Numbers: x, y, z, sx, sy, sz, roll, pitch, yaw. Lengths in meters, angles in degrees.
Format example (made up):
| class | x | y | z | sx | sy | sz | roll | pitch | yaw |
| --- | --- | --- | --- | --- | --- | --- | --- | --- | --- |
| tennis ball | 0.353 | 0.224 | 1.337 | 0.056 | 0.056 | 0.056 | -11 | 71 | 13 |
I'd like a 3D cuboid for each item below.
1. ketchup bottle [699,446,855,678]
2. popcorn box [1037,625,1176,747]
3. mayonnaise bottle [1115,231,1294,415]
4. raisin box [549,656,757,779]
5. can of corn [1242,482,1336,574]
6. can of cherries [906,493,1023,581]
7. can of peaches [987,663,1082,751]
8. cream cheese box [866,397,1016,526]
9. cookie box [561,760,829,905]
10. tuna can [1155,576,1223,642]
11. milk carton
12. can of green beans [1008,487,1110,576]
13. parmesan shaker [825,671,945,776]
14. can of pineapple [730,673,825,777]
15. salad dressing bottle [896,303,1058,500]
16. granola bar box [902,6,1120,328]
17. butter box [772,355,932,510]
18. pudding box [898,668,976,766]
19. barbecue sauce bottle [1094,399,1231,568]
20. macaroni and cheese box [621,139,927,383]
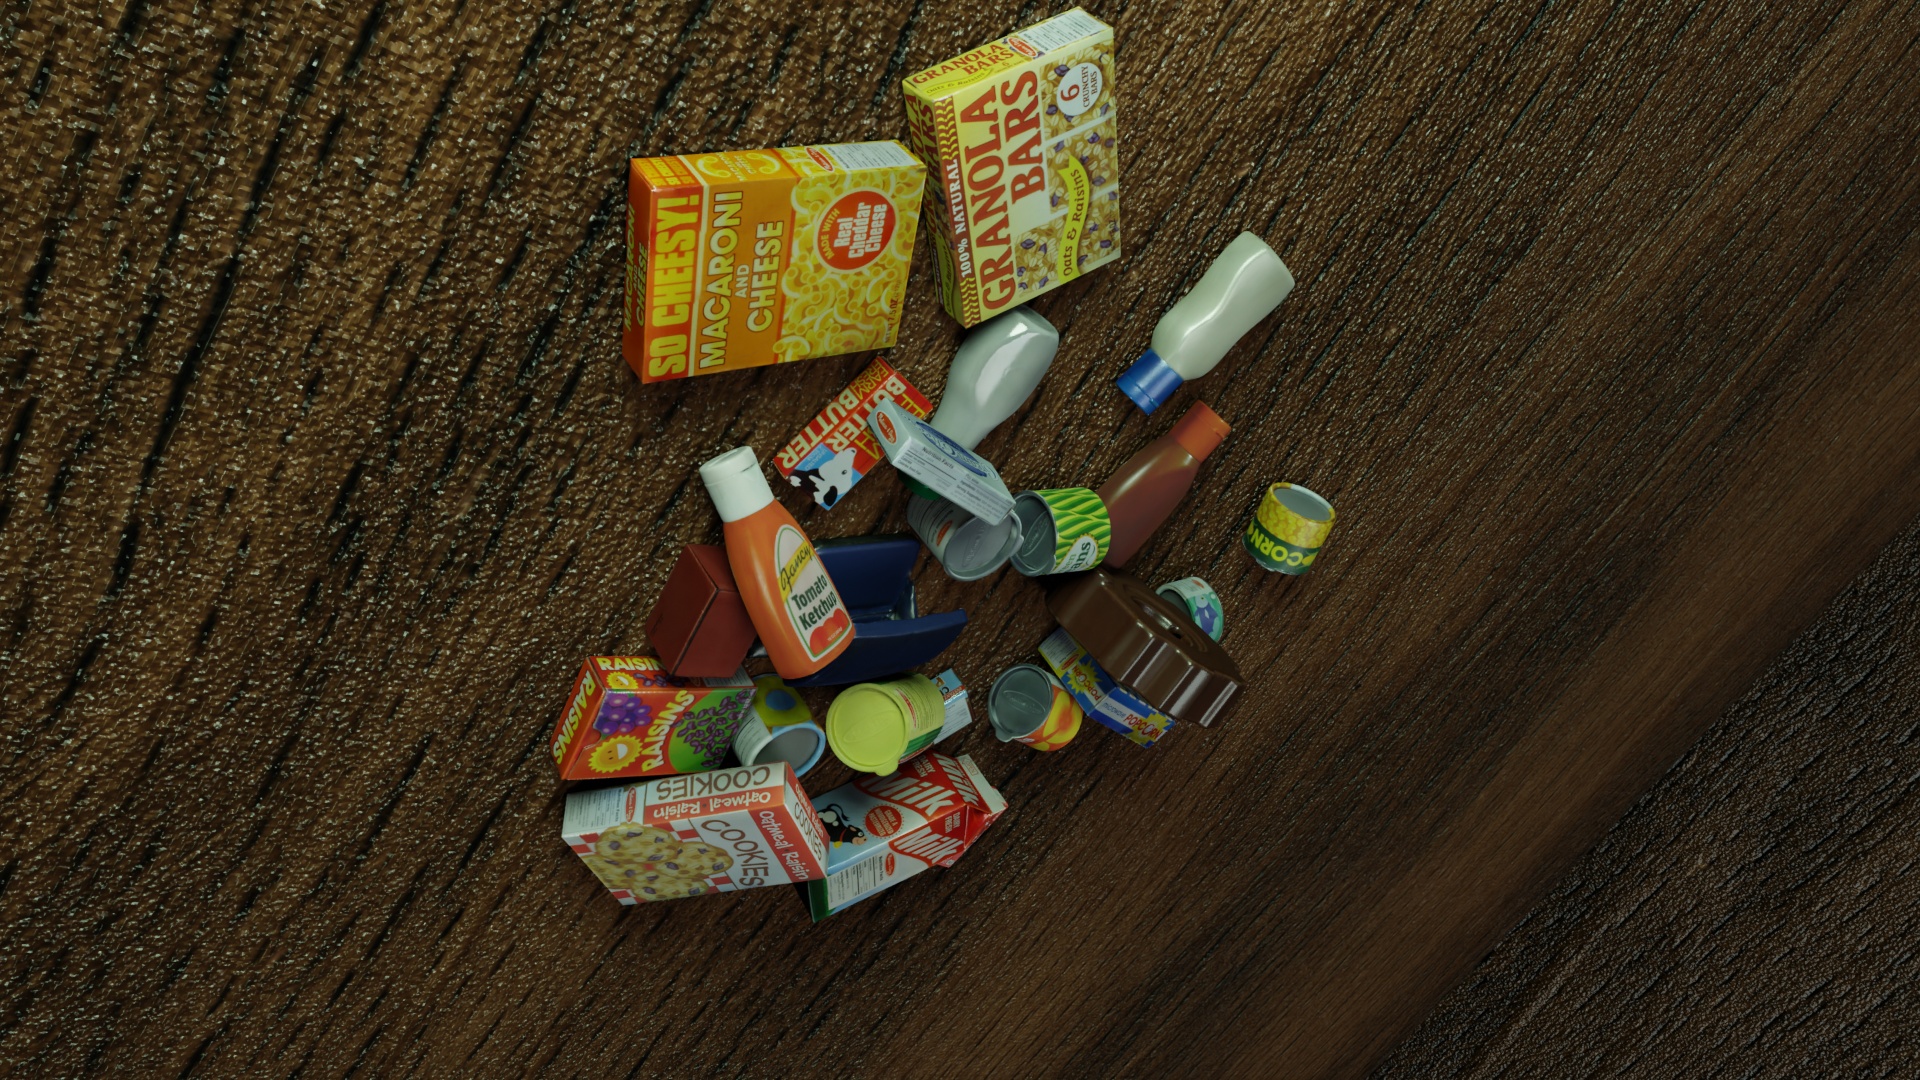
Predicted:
| class | x | y | z | sx | sy | sz | roll | pitch | yaw |
| --- | --- | --- | --- | --- | --- | --- | --- | --- | --- |
| ketchup bottle | -0.122 | 0.013 | 0.902 | 0.065 | 0.043 | 0.148 | -44 | 115 | -51 |
| popcorn box | 0.131 | 0.130 | 1.243 | 0.038 | 0.085 | 0.126 | -45 | 142 | 9 |
| mayonnaise bottle | 0.180 | -0.159 | 1.040 | 0.148 | 0.041 | 0.064 | -45 | 140 | 8 |
| raisin box | -0.219 | 0.126 | 0.991 | 0.123 | 0.040 | 0.085 | 5 | 124 | -41 |
| can of corn | 0.296 | -0.010 | 1.254 | 0.071 | 0.071 | 0.058 | -4 | 129 | -36 |
| can of cherries | 0.004 | -0.013 | 1.022 | 0.072 | 0.058 | 0.071 | -22 | 137 | -22 |
| can of peaches | 0.065 | 0.150 | 1.222 | 0.071 | 0.071 | 0.058 | -47 | 142 | 9 |
| cream cheese box | -0.012 | -0.051 | 0.918 | 0.103 | 0.053 | 0.024 | 30 | 110 | -38 |
| cookie box | -0.195 | 0.222 | 1.047 | 0.167 | 0.040 | 0.122 | -9 | 141 | 5 |
| tuna can | 0.205 | 0.070 | 1.258 | 0.033 | 0.071 | 0.070 | -12 | 134 | -28 |
| milk carton | -0.059 | 0.248 | 1.212 | 0.191 | 0.072 | 0.073 | -21 | 138 | -21 |
| can of green beans | 0.074 | -0.007 | 1.079 | 0.058 | 0.071 | 0.071 | -4 | 130 | -37 |
| parmesan shaker | -0.055 | 0.142 | 1.084 | 0.071 | 0.071 | 0.103 | -47 | 169 | 10 |
| can of pineapple | -0.142 | 0.144 | 1.055 | 0.071 | 0.058 | 0.070 | -22 | 138 | -21 |
| salad dressing bottle | 0.009 | -0.095 | 0.960 | 0.064 | 0.044 | 0.147 | 14 | 119 | -45 |
| granola bar box | 0.036 | -0.227 | 0.857 | 0.124 | 0.039 | 0.164 | -28 | 140 | -16 |
| butter box | -0.072 | -0.072 | 0.931 | 0.103 | 0.024 | 0.053 | -44 | 142 | 5 |
| pudding box | -0.032 | 0.150 | 1.174 | 0.084 | 0.030 | 0.049 | -30 | 142 | -12 |
| barbecue sauce bottle | 0.156 | -0.047 | 1.125 | 0.148 | 0.044 | 0.065 | -48 | 135 | 9 |
| macaroni and cheese box | -0.109 | -0.162 | 0.801 | 0.167 | 0.040 | 0.123 | -13 | 135 | -30 |
